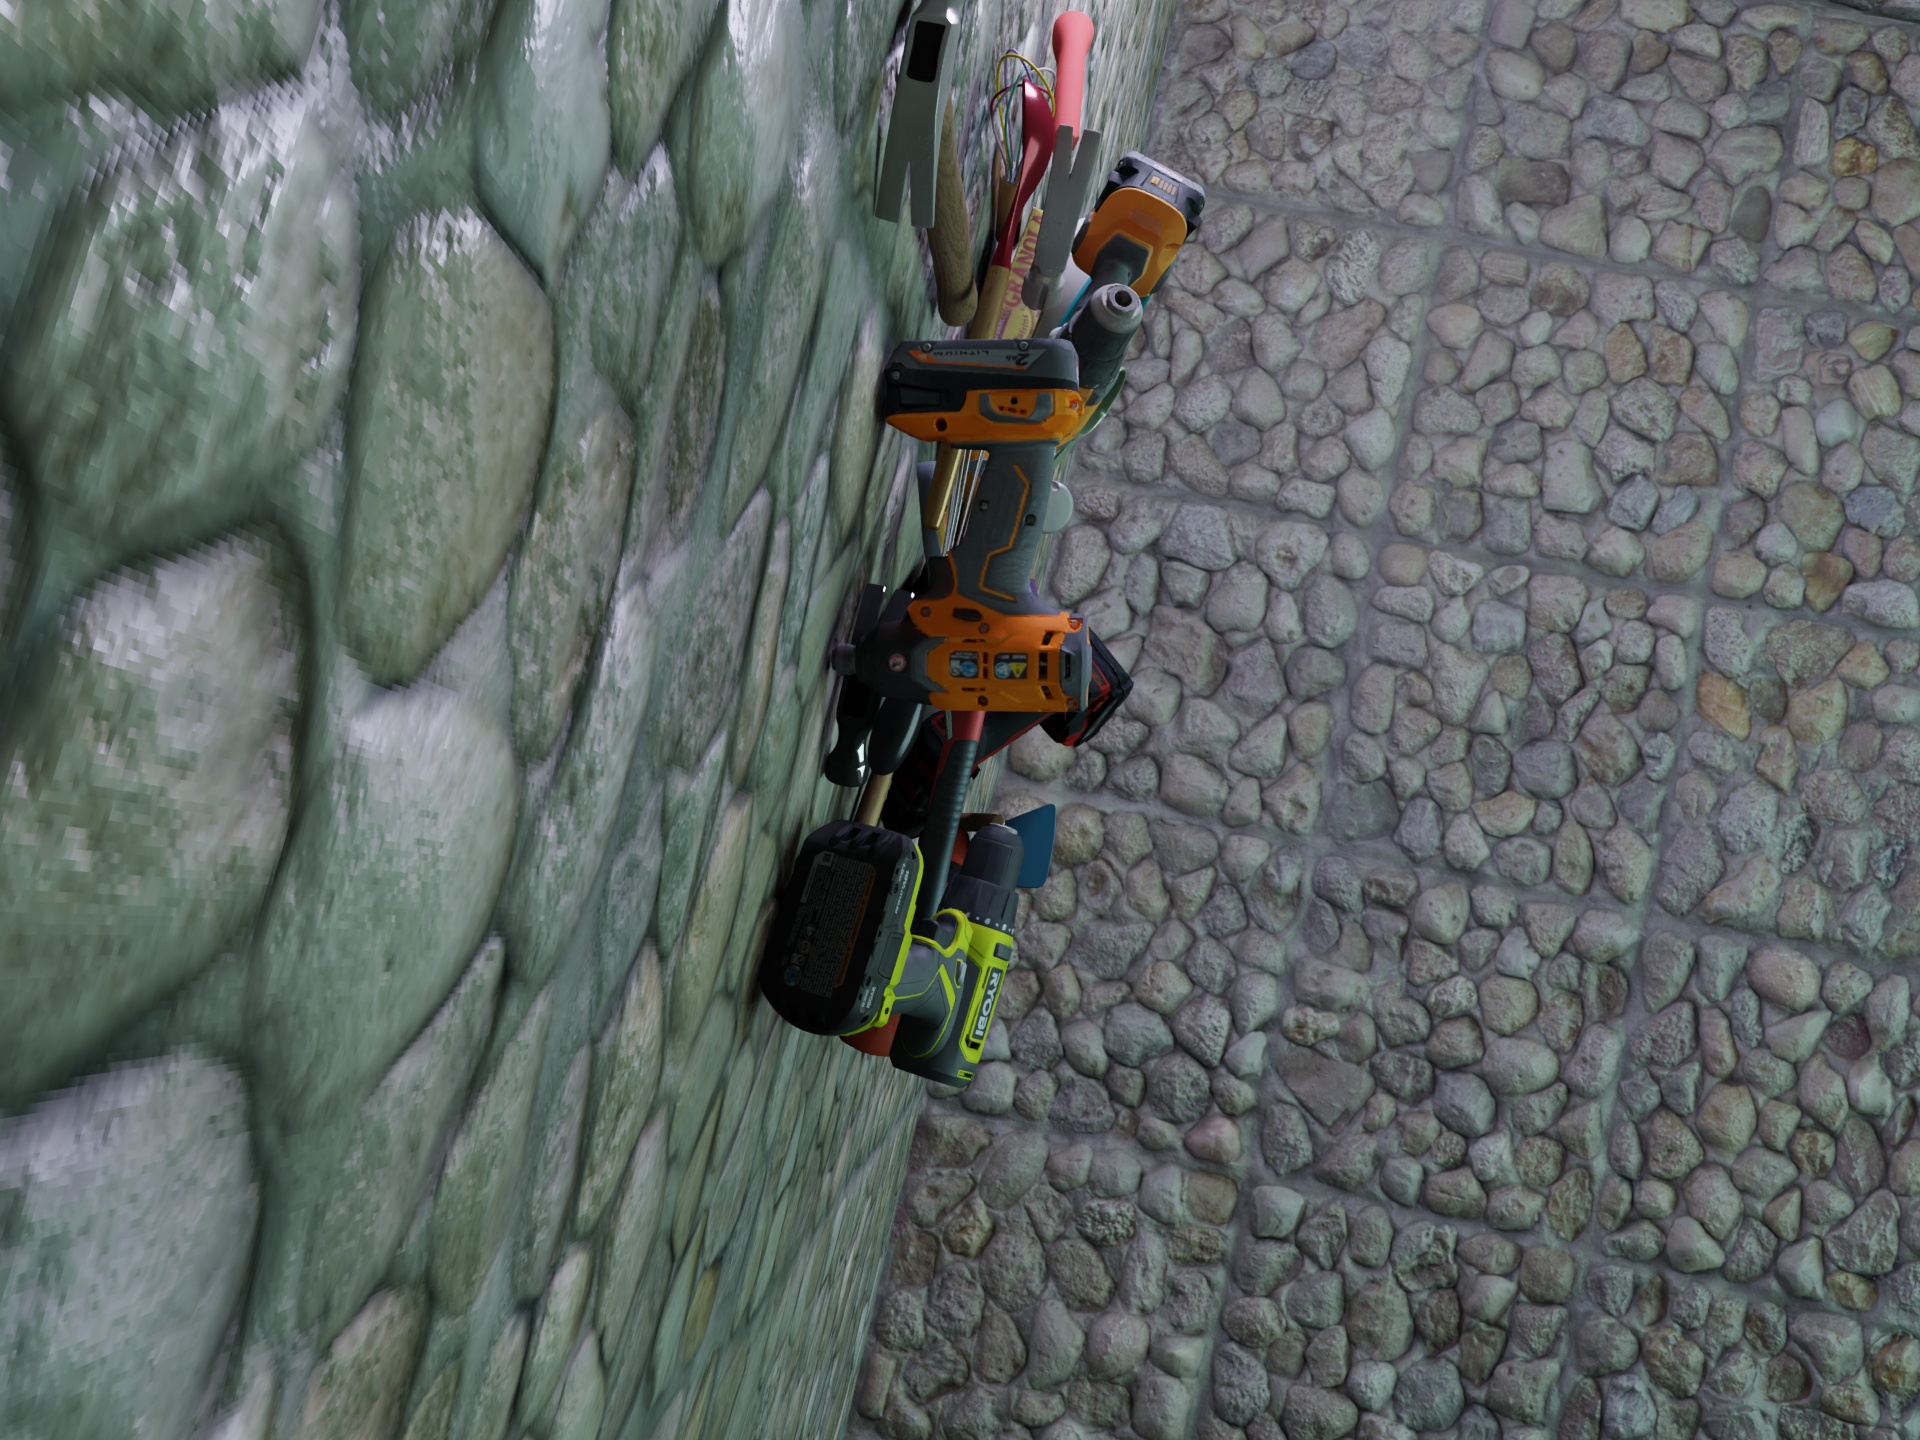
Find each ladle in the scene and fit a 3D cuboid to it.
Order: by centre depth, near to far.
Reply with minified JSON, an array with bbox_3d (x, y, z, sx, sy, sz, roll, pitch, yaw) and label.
[{"bbox_3d":[0.019,-0.278,1.064,0.069,0.031,0.315,73,31,-82],"label":"ladle"}]

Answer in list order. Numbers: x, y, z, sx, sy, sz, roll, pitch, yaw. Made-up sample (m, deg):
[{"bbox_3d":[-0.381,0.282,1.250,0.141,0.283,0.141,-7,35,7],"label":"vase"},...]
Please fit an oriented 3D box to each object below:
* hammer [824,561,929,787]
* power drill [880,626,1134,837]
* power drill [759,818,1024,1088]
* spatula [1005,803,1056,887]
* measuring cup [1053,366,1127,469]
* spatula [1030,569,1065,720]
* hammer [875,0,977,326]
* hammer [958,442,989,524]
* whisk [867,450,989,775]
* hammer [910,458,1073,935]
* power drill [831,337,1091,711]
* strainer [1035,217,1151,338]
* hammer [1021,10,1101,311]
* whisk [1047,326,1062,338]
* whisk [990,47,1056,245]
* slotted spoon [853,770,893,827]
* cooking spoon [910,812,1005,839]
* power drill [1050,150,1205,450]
[{"bbox_3d":[-0.044,-0.067,1.202,0.331,0.033,0.128,-66,169,-69],"label":"hammer"},{"bbox_3d":[0.029,0.020,1.427,0.226,0.080,0.187,-30,166,-30],"label":"power drill"},{"bbox_3d":[-0.030,0.146,1.096,0.228,0.080,0.190,34,70,-59],"label":"power drill"},{"bbox_3d":[-0.010,0.165,1.473,0.317,0.044,0.082,-44,-150,52],"label":"spatula"},{"bbox_3d":[0.094,-0.278,1.520,0.167,0.038,0.083,-51,170,1],"label":"measuring cup"},{"bbox_3d":[0.052,-0.142,1.397,0.059,0.018,0.316,84,-8,-59],"label":"spatula"},{"bbox_3d":[-0.010,-0.311,0.953,0.331,0.031,0.130,70,32,-82],"label":"hammer"},{"bbox_3d":[0.012,-0.189,1.343,0.336,0.034,0.127,84,-17,-55],"label":"hammer"},{"bbox_3d":[-0.003,-0.095,1.065,0.070,0.070,0.285,79,32,-78],"label":"whisk"},{"bbox_3d":[-0.002,-0.004,1.211,0.143,0.038,0.386,-140,-119,-62],"label":"hammer"},{"bbox_3d":[0.000,-0.118,0.995,0.084,0.164,0.226,-34,124,-83],"label":"power drill"},{"bbox_3d":[0.073,-0.354,1.544,0.211,0.095,0.340,-39,164,-54],"label":"strainer"},{"bbox_3d":[0.087,-0.490,1.284,0.149,0.036,0.359,104,-5,-48],"label":"hammer"},{"bbox_3d":[0.061,-0.244,1.458,0.059,0.058,0.246,-41,153,-54],"label":"whisk"},{"bbox_3d":[0.044,-0.429,1.223,0.245,0.047,0.051,96,6,-78],"label":"whisk"},{"bbox_3d":[-0.065,0.046,1.289,0.070,0.031,0.314,99,7,-60],"label":"slotted spoon"},{"bbox_3d":[-0.007,0.095,1.497,0.017,0.069,0.319,67,-14,-3],"label":"cooking spoon"},{"bbox_3d":[0.120,-0.341,1.257,0.226,0.084,0.185,-67,-173,-23],"label":"power drill"}]
